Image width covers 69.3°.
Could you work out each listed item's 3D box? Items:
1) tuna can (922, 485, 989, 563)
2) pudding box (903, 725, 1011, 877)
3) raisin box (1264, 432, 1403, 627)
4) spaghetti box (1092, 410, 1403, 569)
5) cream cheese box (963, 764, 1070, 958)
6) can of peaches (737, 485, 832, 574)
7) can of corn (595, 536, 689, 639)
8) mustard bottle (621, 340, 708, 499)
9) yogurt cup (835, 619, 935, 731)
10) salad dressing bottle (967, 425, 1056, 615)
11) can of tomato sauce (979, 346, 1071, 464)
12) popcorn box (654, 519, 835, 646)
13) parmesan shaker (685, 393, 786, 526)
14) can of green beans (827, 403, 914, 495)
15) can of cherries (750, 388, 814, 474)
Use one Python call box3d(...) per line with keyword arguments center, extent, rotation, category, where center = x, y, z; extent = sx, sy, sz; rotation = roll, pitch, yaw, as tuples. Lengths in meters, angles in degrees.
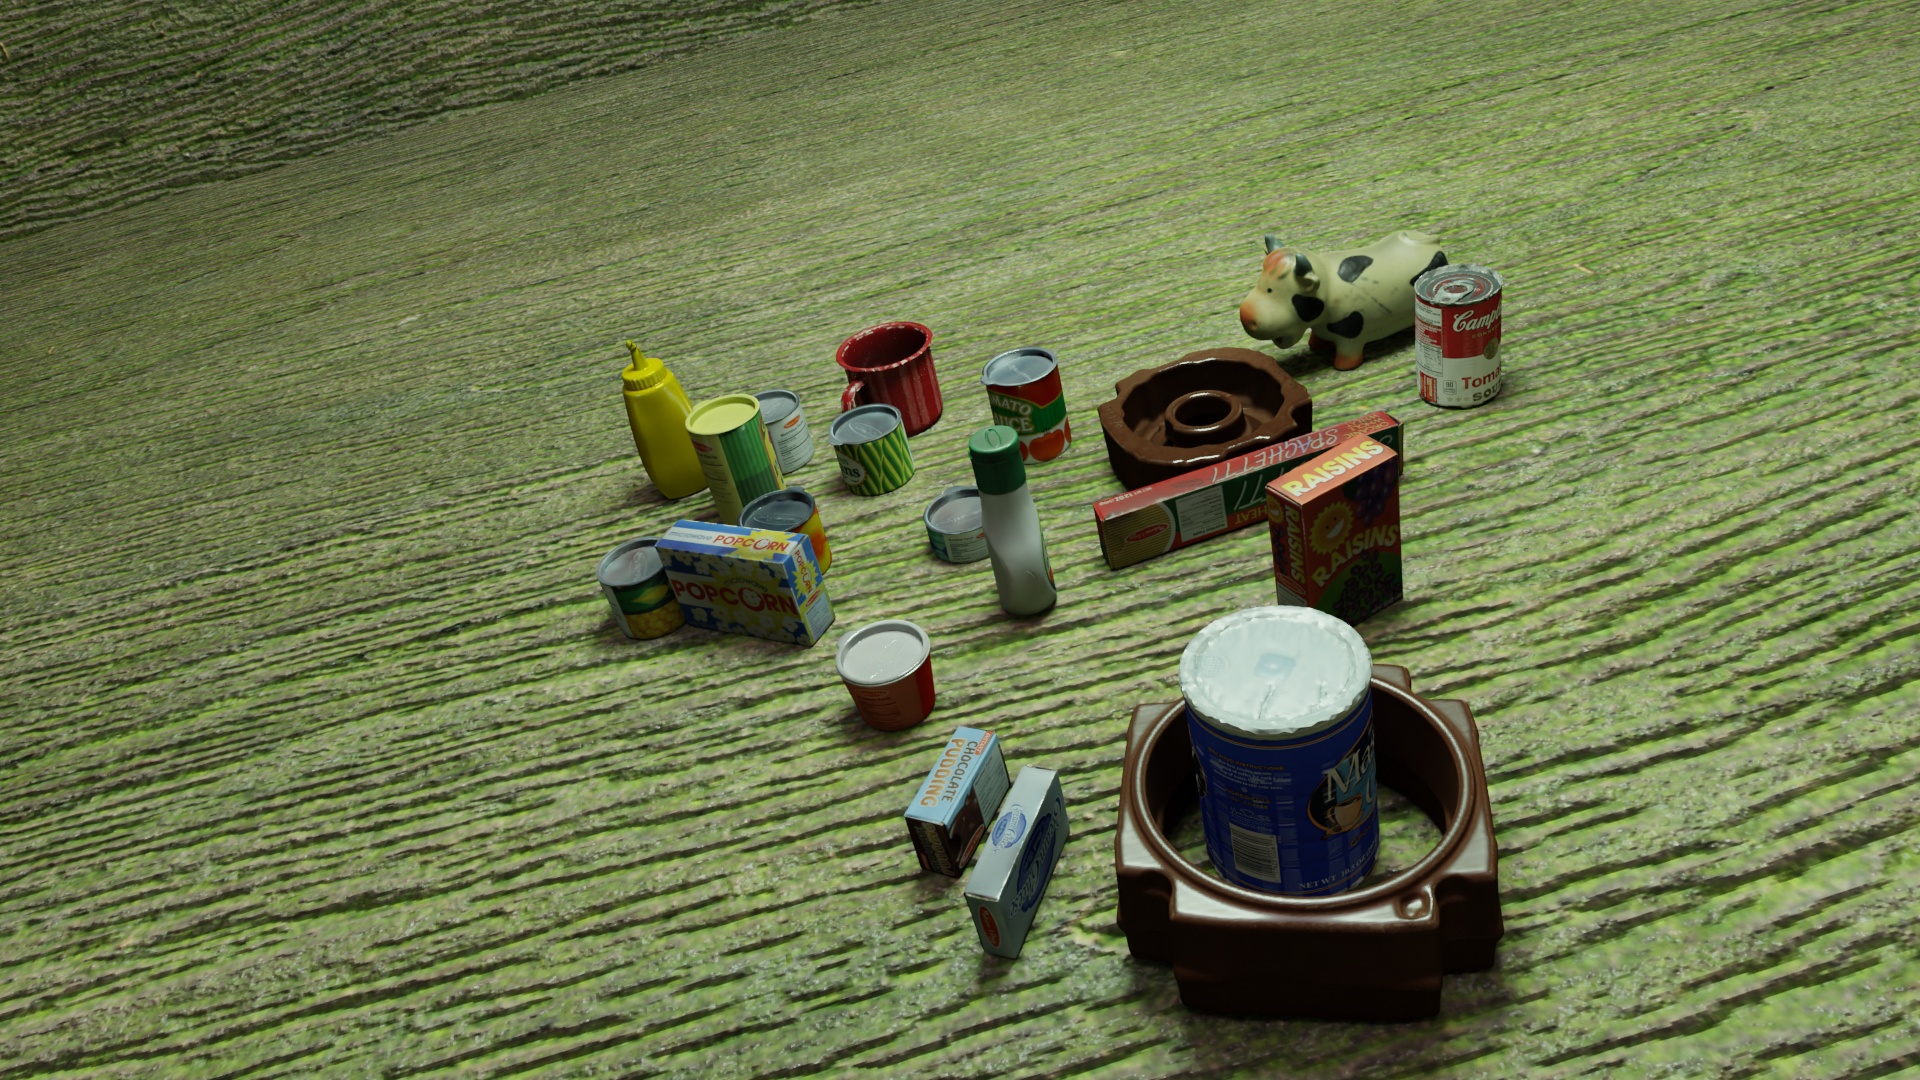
box3d(center=(0.004, -0.014, 1.141), extent=(0.071, 0.032, 0.071), rotation=(-10, 35, 7), category="tuna can")
box3d(center=(-0.001, 0.163, 0.876), extent=(0.030, 0.049, 0.084), rotation=(6, 39, 27), category="pudding box")
box3d(center=(0.257, 0.001, 0.950), extent=(0.086, 0.122, 0.040), rotation=(-26, 36, -17), category="raisin box")
box3d(center=(0.226, -0.040, 1.083), extent=(0.250, 0.050, 0.029), rotation=(-18, 34, -6), category="spaghetti box")
box3d(center=(0.035, 0.189, 0.824), extent=(0.024, 0.053, 0.104), rotation=(4, 38, 25), category="cream cheese box")
box3d(center=(-0.144, -0.002, 1.155), extent=(0.071, 0.057, 0.071), rotation=(-10, 35, 7), category="can of peaches")
box3d(center=(-0.254, 0.038, 1.137), extent=(0.071, 0.058, 0.071), rotation=(-10, 35, 7), category="can of corn")
box3d(center=(-0.274, -0.116, 1.273), extent=(0.065, 0.159, 0.049), rotation=(-22, 35, -12), category="mustard bottle")
box3d(center=(-0.050, 0.098, 0.983), extent=(0.072, 0.053, 0.073), rotation=(-10, 35, 7), category="yogurt cup")
box3d(center=(0.038, -0.014, 1.028), extent=(0.044, 0.147, 0.064), rotation=(-16, 34, -2), category="salad dressing bottle")
box3d(center=(0.058, -0.118, 1.225), extent=(0.071, 0.082, 0.071), rotation=(-10, 34, 7), category="can of tomato sauce")
box3d(center=(-0.169, 0.032, 1.091), extent=(0.127, 0.084, 0.038), rotation=(7, 39, 28), category="popcorn box")
box3d(center=(-0.197, -0.070, 1.231), extent=(0.071, 0.102, 0.072), rotation=(-10, 34, 7), category="parmesan shaker")
box3d(center=(-0.079, -0.081, 1.244), extent=(0.071, 0.057, 0.071), rotation=(-10, 35, 7), category="can of green beans")
box3d(center=(-0.178, -0.102, 1.309), extent=(0.071, 0.058, 0.072), rotation=(-10, 35, 7), category="can of cherries")
